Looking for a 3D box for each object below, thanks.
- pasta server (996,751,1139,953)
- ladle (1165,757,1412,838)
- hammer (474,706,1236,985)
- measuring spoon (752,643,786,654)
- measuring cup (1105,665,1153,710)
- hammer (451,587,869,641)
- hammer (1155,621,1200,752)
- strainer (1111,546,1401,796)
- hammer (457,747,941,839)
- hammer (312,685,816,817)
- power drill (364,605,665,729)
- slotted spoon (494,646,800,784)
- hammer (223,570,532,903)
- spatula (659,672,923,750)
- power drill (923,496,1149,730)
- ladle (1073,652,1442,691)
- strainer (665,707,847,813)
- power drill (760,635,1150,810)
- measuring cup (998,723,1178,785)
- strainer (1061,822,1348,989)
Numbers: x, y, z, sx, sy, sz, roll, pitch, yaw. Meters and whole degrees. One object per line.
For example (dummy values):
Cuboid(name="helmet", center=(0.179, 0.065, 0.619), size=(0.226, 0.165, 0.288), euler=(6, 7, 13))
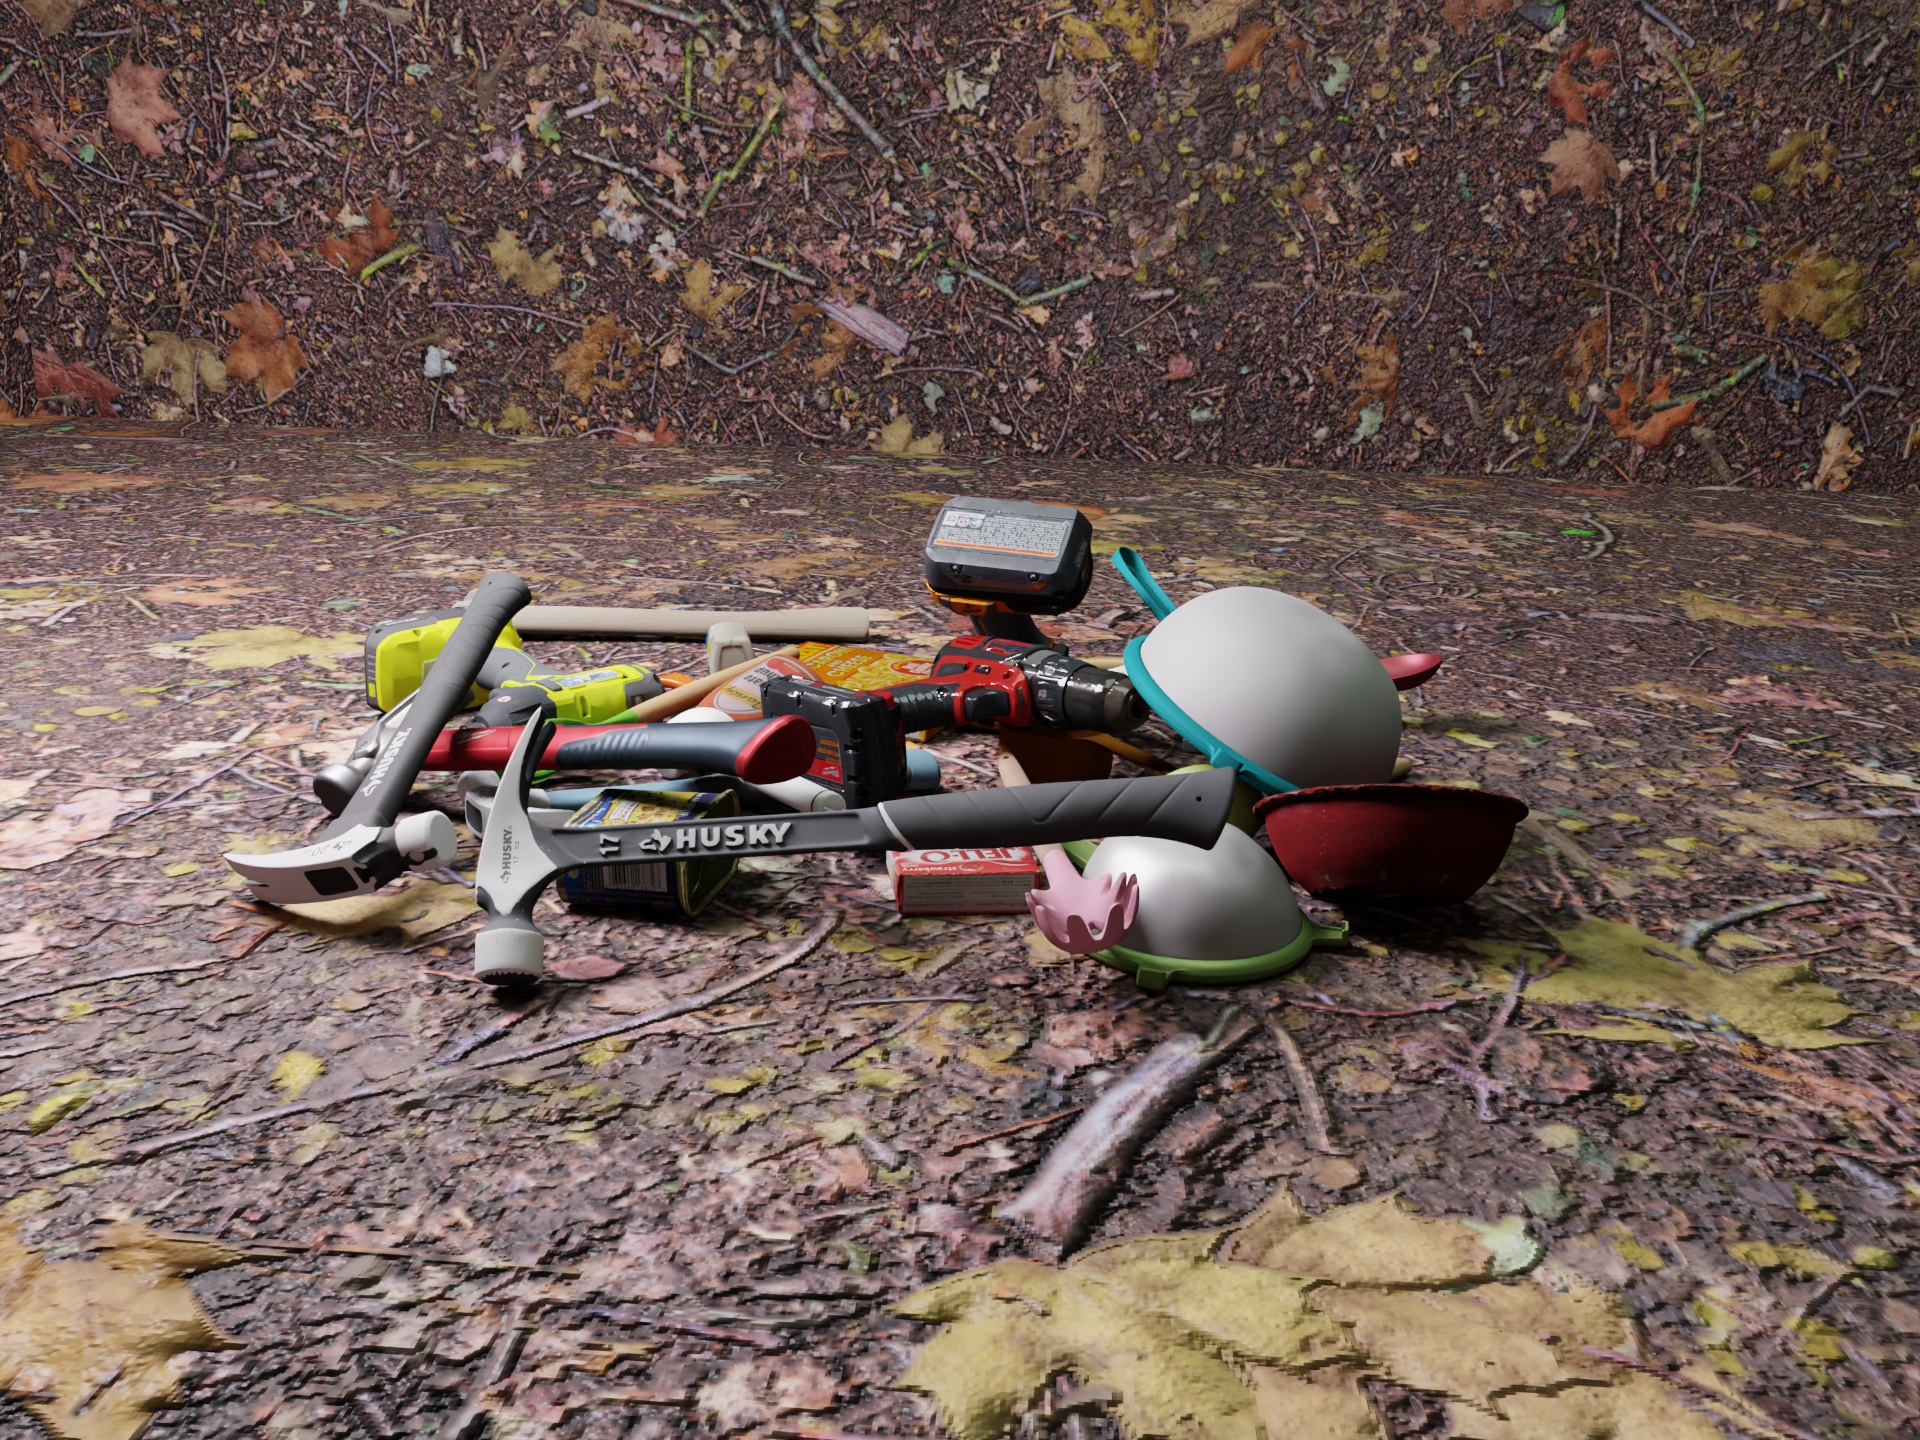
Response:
Cuboid(name="pasta server", center=(0.051, 0.068, 0.965), size=(0.060, 0.040, 0.316), euler=(-12, 18, -4))
Cuboid(name="ladle", center=(0.241, 0.046, 1.139), size=(0.320, 0.078, 0.062), euler=(-11, 62, -49))
Cuboid(name="hammer", center=(-0.055, 0.054, 0.857), size=(0.409, 0.149, 0.036), euler=(-4, -21, 1))
Cuboid(name="measuring spoon", center=(-0.182, -0.060, 1.525), size=(0.124, 0.018, 0.034), euler=(10, 17, 2))
Cuboid(name="measuring cup", center=(0.142, -0.027, 1.344), size=(0.167, 0.038, 0.083), euler=(-13, 16, 34))
Cuboid(name="hammer", center=(-0.296, -0.094, 1.581), size=(0.410, 0.038, 0.146), euler=(1, 18, -6))
Cuboid(name="hammer", center=(0.229, -0.039, 1.456), size=(0.149, 0.036, 0.359), euler=(0, 17, -9))
Cuboid(name="strainer", center=(0.203, -0.064, 1.133), size=(0.210, 0.095, 0.341), euler=(16, 27, -32))
Cuboid(name="hammer", center=(-0.173, 0.049, 1.113), size=(0.331, 0.033, 0.128), euler=(-5, 17, -23))
Cuboid(name="hammer", center=(-0.245, 0.008, 1.021), size=(0.386, 0.038, 0.143), euler=(-2, 35, 33))
Cuboid(name="power drill", center=(-0.370, -0.025, 1.271), size=(0.223, 0.080, 0.171), euler=(19, 23, 37))
Cuboid(name="slotted spoon", center=(-0.233, -0.010, 1.229), size=(0.031, 0.070, 0.314), euler=(47, 40, 14))
Cuboid(name="hammer", center=(-0.349, -0.002, 1.031), size=(0.146, 0.035, 0.335), euler=(-15, 32, 14))
Cuboid(name="spatula", center=(-0.175, -0.002, 1.309), size=(0.323, 0.041, 0.081), euler=(14, 20, 24))
Cuboid(name="power drill", center=(0.063, -0.066, 1.248), size=(0.164, 0.226, 0.084), euler=(8, 54, 17))
Cuboid(name="ladle", center=(0.253, -0.044, 1.373), size=(0.315, 0.031, 0.069), euler=(2, 15, 4))
Cuboid(name="strainer", center=(-0.134, 0.029, 1.014), size=(0.086, 0.050, 0.259), euler=(17, 1, -36))
Cuboid(name="power drill", center=(-0.002, -0.003, 1.087), size=(0.226, 0.080, 0.188), euler=(-18, 21, -39))
Cuboid(name="measuring cup", center=(0.097, 0.036, 1.162), size=(0.095, 0.052, 0.174), euler=(-10, 22, -36))
Cuboid(name="strainer", center=(0.109, 0.078, 0.981), size=(0.151, 0.069, 0.257), euler=(-7, 20, -28))
